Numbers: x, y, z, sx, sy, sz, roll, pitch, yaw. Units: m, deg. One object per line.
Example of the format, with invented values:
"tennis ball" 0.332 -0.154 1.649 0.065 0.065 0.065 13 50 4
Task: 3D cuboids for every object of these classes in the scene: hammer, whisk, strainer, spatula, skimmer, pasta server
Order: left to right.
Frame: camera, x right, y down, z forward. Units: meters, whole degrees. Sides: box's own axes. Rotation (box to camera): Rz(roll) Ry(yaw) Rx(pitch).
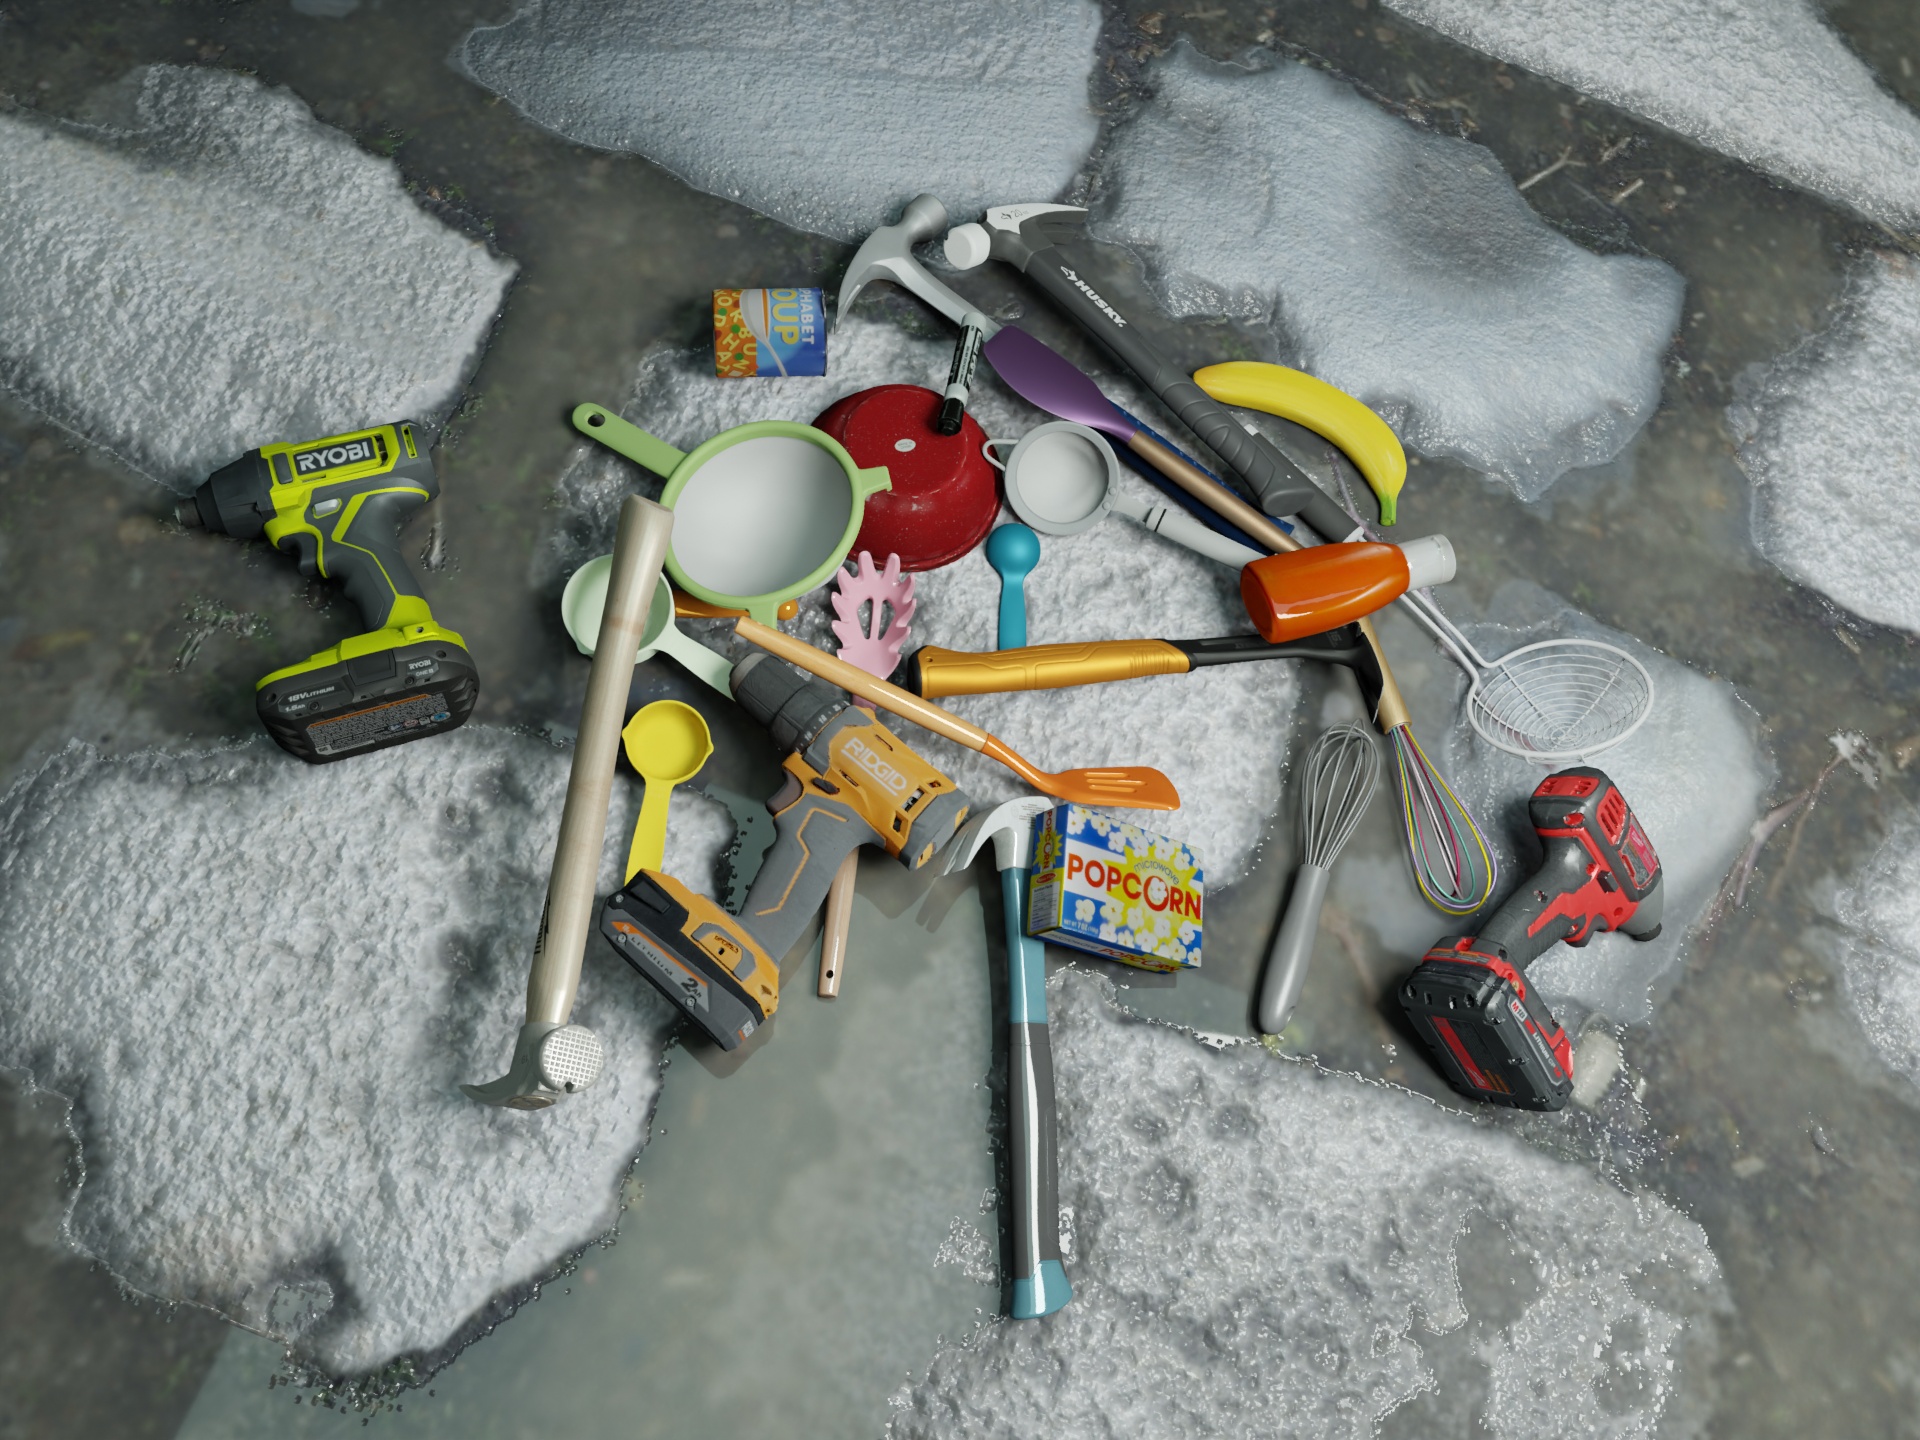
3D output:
"hammer" -0.241 0.041 1.021 0.038 0.146 0.411 21 61 -30
"strainer" -0.178 -0.159 1.155 0.256 0.069 0.151 30 75 23
"pasta server" -0.073 0.033 1.099 0.060 0.040 0.316 5 69 2
"spatula" -0.002 -0.003 1.084 0.322 0.081 0.041 26 105 -10
"hammer" 0.046 0.210 1.030 0.128 0.033 0.331 11 69 -35
"hammer" 0.080 -0.251 1.234 0.405 0.035 0.144 38 65 7
"hammer" 0.130 -0.039 1.135 0.337 0.034 0.127 -5 43 -9
"strainer" 0.138 -0.153 1.186 0.258 0.086 0.050 26 23 4
"hammer" 0.144 -0.280 1.226 0.335 0.035 0.146 46 46 11
"spatula" 0.149 -0.196 1.190 0.316 0.018 0.060 36 55 6
"whisk" 0.247 0.106 1.111 0.055 0.055 0.239 20 70 0
"whisk" 0.323 0.027 1.158 0.051 0.047 0.245 -5 64 -23
"skimmer" 0.347 -0.108 1.186 0.127 0.090 0.363 -40 78 -20

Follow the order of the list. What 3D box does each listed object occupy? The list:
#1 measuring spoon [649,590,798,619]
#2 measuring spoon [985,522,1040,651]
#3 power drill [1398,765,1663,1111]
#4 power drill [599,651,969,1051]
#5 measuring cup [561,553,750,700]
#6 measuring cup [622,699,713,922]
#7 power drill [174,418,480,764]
"measuring spoon" -0.175 -0.085 1.144 0.117 0.011 0.021 2 68 -6
"measuring spoon" 0.040 -0.091 1.172 0.042 0.021 0.129 4 69 -7
"power drill" 0.405 0.151 1.084 0.220 0.078 0.143 -46 113 -25
"power drill" -0.132 0.075 1.034 0.185 0.084 0.226 40 73 12
"measuring cup" -0.201 -0.050 1.113 0.167 0.038 0.083 33 76 2
"measuring cup" -0.208 0.064 1.078 0.062 0.029 0.156 10 79 -9
"power drill" -0.427 -0.091 1.080 0.171 0.080 0.223 -16 68 -15
